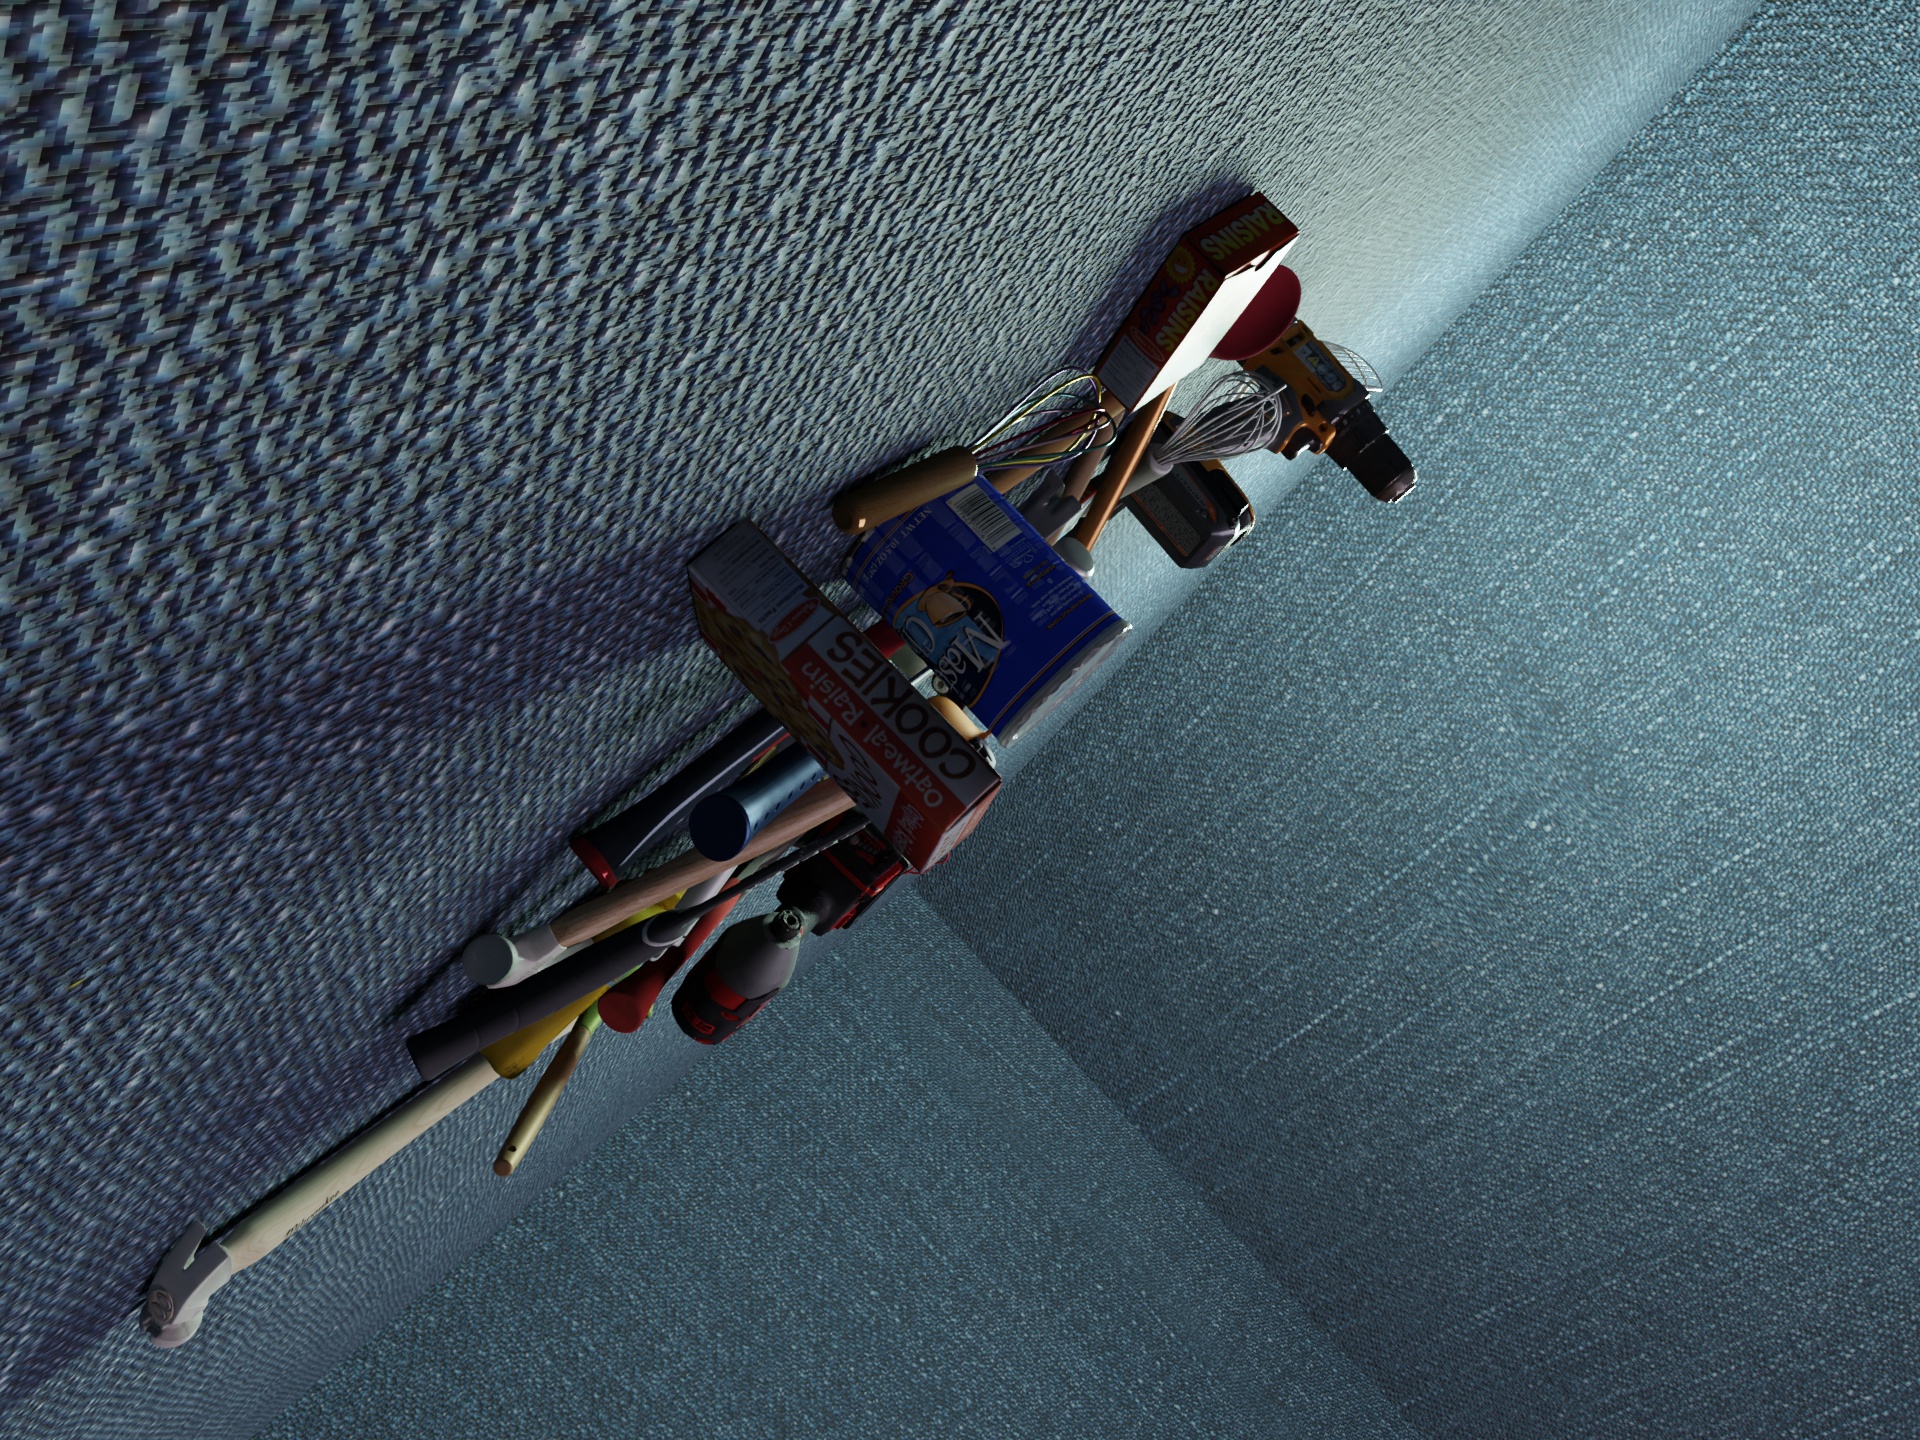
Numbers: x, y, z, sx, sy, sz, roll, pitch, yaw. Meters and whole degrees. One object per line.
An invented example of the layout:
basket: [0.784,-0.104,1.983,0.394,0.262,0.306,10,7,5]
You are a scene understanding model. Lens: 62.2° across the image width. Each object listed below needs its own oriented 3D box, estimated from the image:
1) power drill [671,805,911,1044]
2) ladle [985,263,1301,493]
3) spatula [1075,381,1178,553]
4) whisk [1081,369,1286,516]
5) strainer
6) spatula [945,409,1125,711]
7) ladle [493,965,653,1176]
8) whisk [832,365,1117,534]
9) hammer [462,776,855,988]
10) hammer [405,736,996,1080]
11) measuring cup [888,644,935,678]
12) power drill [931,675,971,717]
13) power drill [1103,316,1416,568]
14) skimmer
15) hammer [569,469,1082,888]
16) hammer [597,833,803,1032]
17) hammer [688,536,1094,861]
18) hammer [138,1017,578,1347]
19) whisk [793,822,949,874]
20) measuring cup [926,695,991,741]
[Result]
power drill: [-0.128,0.152,1.247,0.143,0.078,0.220,-48,178,36]
ladle: [0.115,-0.221,1.063,0.315,0.031,0.069,-37,138,-24]
spatula: [0.093,-0.153,1.206,0.081,0.041,0.322,-31,154,-51]
whisk: [0.154,-0.199,1.186,0.059,0.058,0.246,-34,-173,-32]
strainer: [-0.142,0.062,1.117,0.258,0.050,0.086,-54,165,-3]
spatula: [0.046,-0.104,1.176,0.060,0.018,0.315,-89,-158,-49]
ladle: [-0.290,0.253,1.169,0.320,0.078,0.062,-82,-166,-74]
whisk: [0.014,-0.144,0.883,0.245,0.051,0.047,-33,174,-45]
hammer: [-0.159,0.088,1.043,0.331,0.031,0.130,-27,173,-8]
hammer: [-0.158,0.112,0.943,0.409,0.036,0.149,-29,177,10]
measuring cup: [-0.047,-0.033,1.253,0.167,0.038,0.083,-48,173,22]
power drill: [-0.021,-0.005,1.470,0.223,0.080,0.171,-52,171,34]
power drill: [0.253,-0.214,1.300,0.226,0.185,0.084,-37,173,-23]
skimmer: [0.217,-0.225,1.411,0.363,0.090,0.127,-40,-155,-12]
hammer: [-0.080,-0.029,1.008,0.386,0.038,0.143,-39,-178,-24]
hammer: [-0.205,0.157,1.324,0.149,0.036,0.359,-45,-177,19]
hammer: [-0.043,-0.012,0.992,0.144,0.035,0.405,-40,180,34]
hammer: [-0.412,0.298,1.189,0.146,0.038,0.411,-50,172,38]
whisk: [-0.091,0.103,1.442,0.073,0.073,0.296,-40,-163,-27]
measuring cup: [-0.002,-0.004,1.181,0.173,0.052,0.095,-42,-176,23]
